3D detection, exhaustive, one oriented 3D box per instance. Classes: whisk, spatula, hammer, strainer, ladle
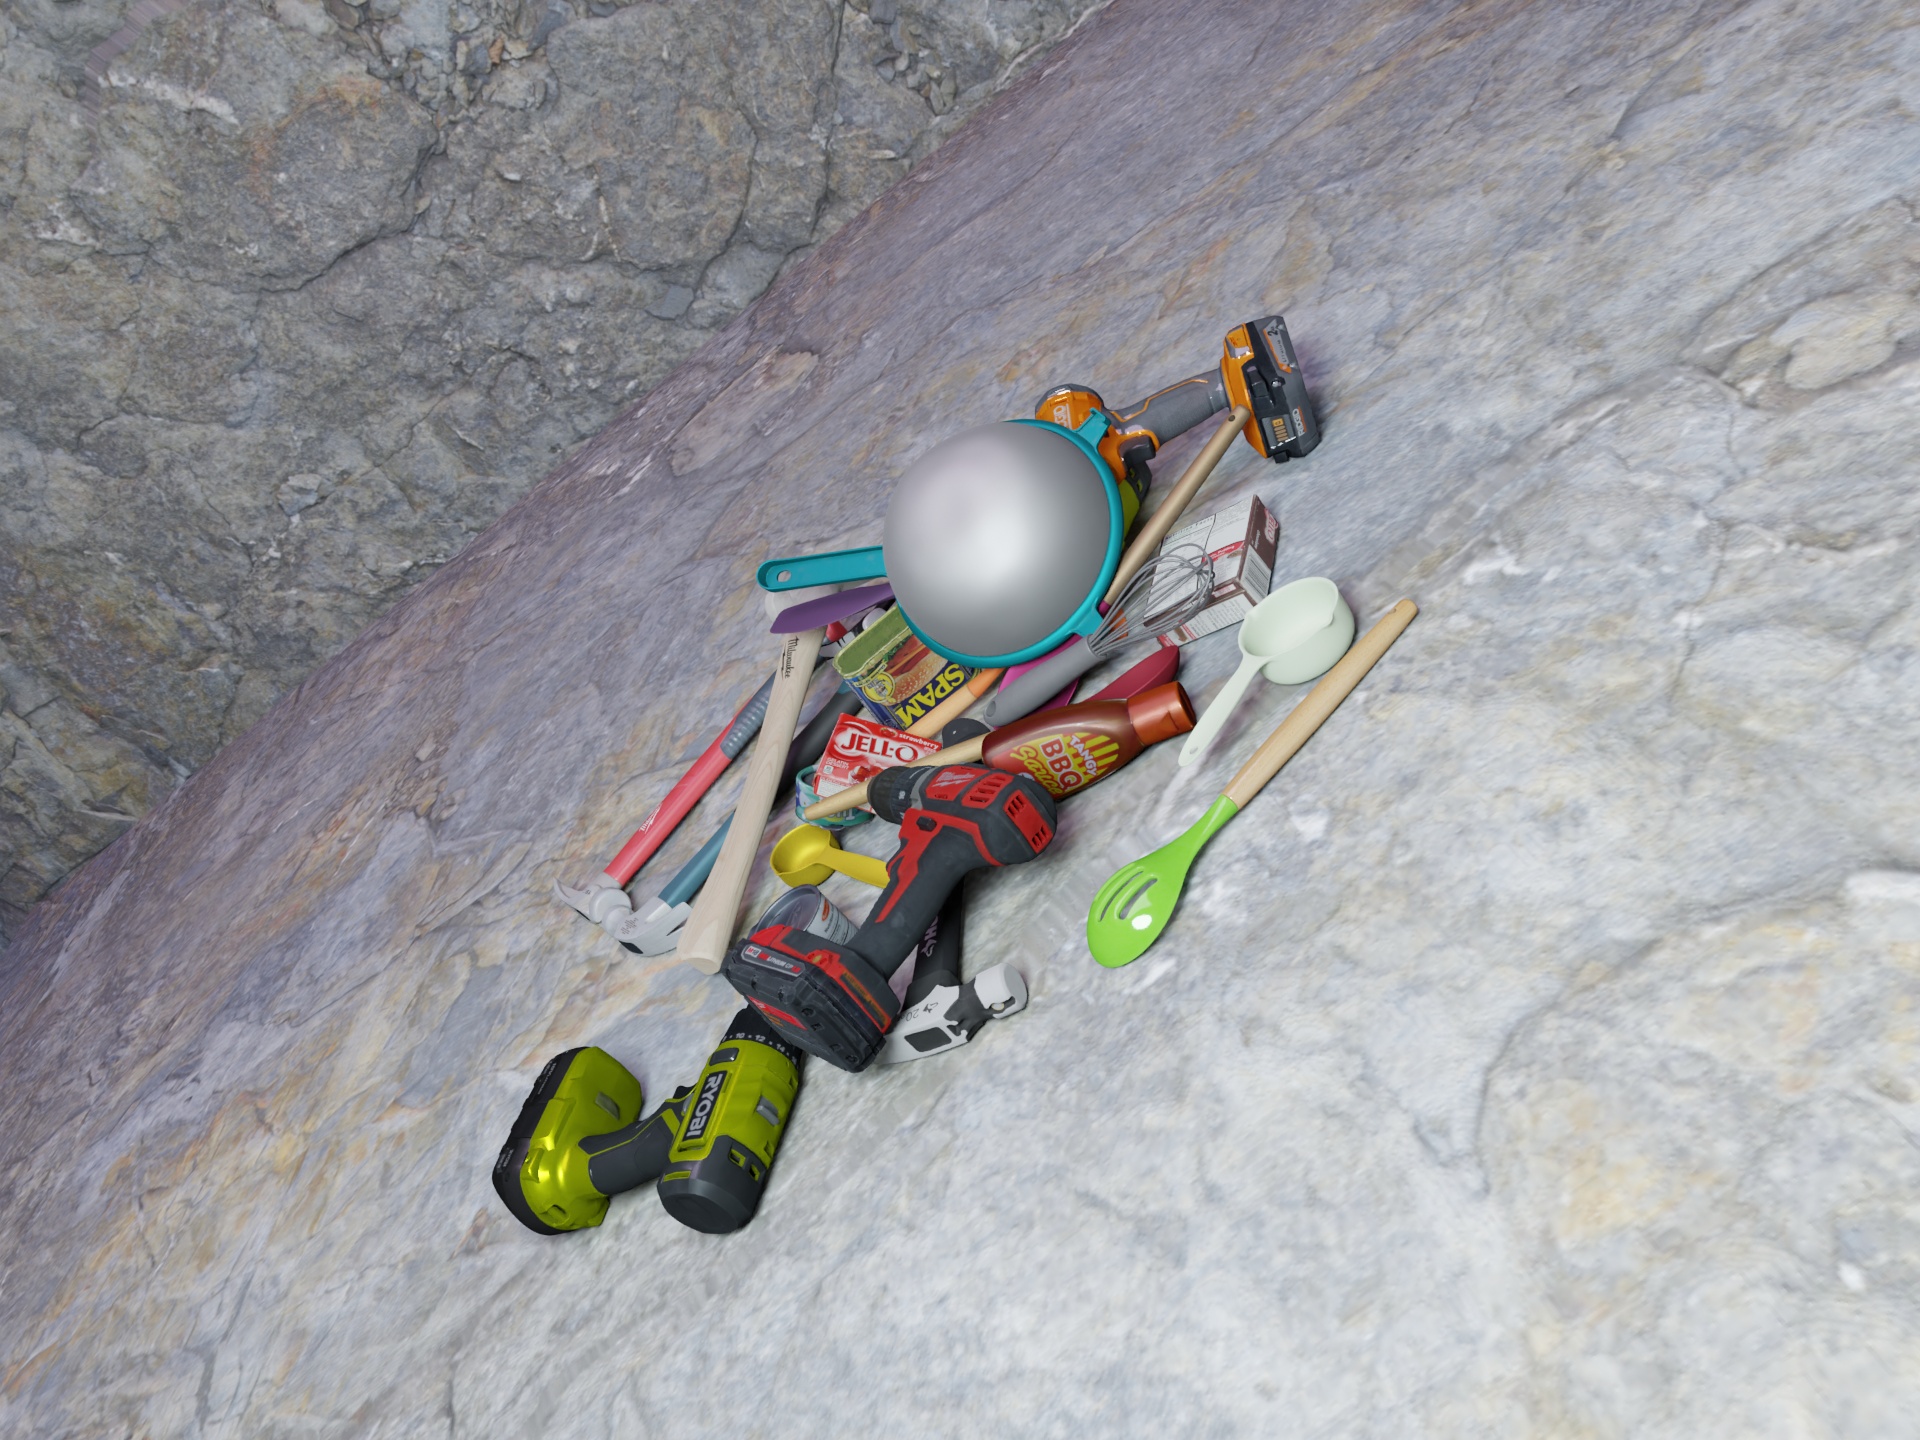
[{"bbox_3d":[0.099,-0.057,1.190,0.239,0.055,0.055,-35,26,36],"label":"whisk"},{"bbox_3d":[-0.022,-0.120,1.352,0.316,0.018,0.060,-14,30,20],"label":"spatula"},{"bbox_3d":[-0.022,-0.183,1.589,0.337,0.034,0.127,-53,16,-27],"label":"hammer"},{"bbox_3d":[-0.250,0.039,1.572,0.386,0.038,0.143,-51,27,-18],"label":"hammer"},{"bbox_3d":[-0.014,0.109,1.159,0.146,0.035,0.335,-28,30,23],"label":"hammer"},{"bbox_3d":[-0.041,-0.148,1.284,0.340,0.095,0.211,-5,75,27],"label":"strainer"},{"bbox_3d":[-0.002,-0.004,1.328,0.322,0.041,0.081,-38,29,16],"label":"spatula"},{"bbox_3d":[-0.189,0.079,1.437,0.331,0.033,0.128,-49,27,-15],"label":"hammer"},{"bbox_3d":[-0.158,0.026,1.375,0.146,0.038,0.411,-19,45,39],"label":"hammer"},{"bbox_3d":[0.023,0.017,1.197,0.315,0.031,0.069,-22,14,14],"label":"ladle"}]

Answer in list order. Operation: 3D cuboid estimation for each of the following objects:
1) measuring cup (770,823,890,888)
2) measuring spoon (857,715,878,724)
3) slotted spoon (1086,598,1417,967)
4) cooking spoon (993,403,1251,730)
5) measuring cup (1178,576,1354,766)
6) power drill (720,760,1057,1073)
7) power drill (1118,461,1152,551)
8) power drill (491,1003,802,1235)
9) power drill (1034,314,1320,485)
[{"bbox_3d":[-0.090,0.120,1.266,0.157,0.029,0.062,13,53,44],"label":"measuring cup"},{"bbox_3d":[-0.062,-0.025,1.440,0.124,0.018,0.034,-50,28,-18],"label":"measuring spoon"},{"bbox_3d":[0.187,0.033,1.017,0.314,0.031,0.070,-45,27,-10],"label":"slotted spoon"},{"bbox_3d":[0.128,-0.114,1.247,0.069,0.017,0.319,40,96,40],"label":"cooking spoon"},{"bbox_3d":[0.204,-0.024,1.068,0.167,0.038,0.083,-52,28,-15],"label":"measuring cup"},{"bbox_3d":[-0.056,0.115,1.088,0.227,0.080,0.188,-48,28,-21],"label":"power drill"},{"bbox_3d":[0.051,-0.156,1.424,0.223,0.080,0.171,-11,40,41],"label":"power drill"},{"bbox_3d":[-0.210,0.274,1.131,0.228,0.080,0.191,-19,35,32],"label":"power drill"},{"bbox_3d":[0.173,-0.238,1.313,0.226,0.084,0.164,-16,42,14],"label":"power drill"}]
